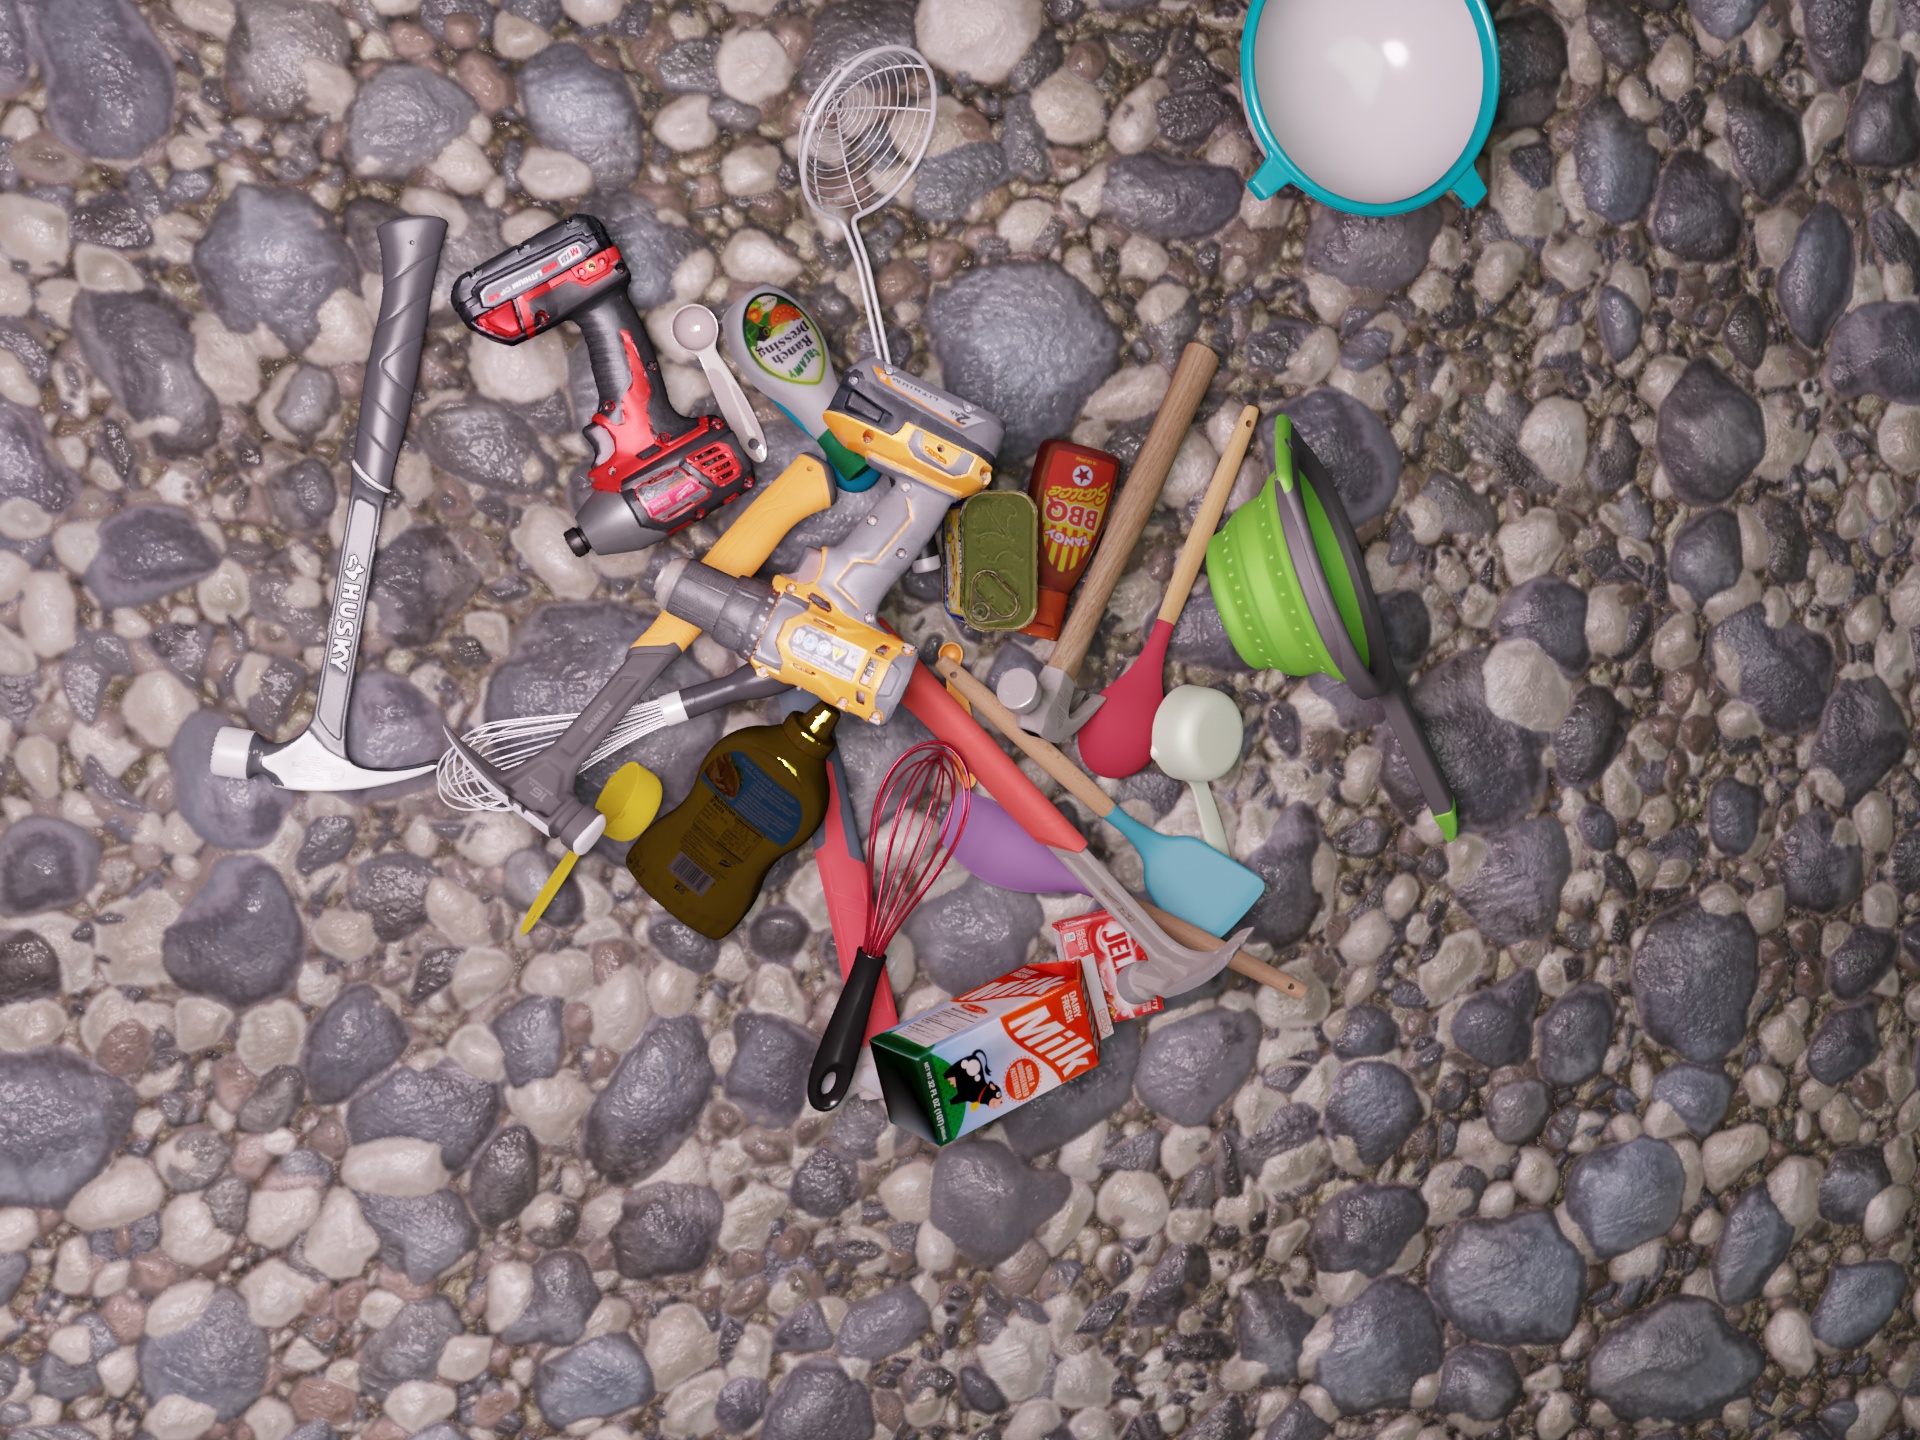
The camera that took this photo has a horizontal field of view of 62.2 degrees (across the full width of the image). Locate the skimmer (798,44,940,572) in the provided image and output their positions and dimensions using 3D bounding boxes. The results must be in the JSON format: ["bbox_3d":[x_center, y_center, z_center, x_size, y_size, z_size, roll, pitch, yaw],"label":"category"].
[{"bbox_3d":[-0.040,-0.288,1.149,0.127,0.090,0.363,-24,107,-45],"label":"skimmer"}]

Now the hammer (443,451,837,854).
[{"bbox_3d":[-0.207,-0.069,1.123,0.127,0.034,0.337,35,70,9],"label":"hammer"}]

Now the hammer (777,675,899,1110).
[{"bbox_3d":[-0.078,0.099,1.213,0.143,0.038,0.386,-13,99,-13],"label":"hammer"}]

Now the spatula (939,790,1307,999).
[{"bbox_3d":[0.129,0.146,1.249,0.316,0.018,0.060,26,89,-2],"label":"spatula"}]

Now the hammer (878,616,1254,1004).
[{"bbox_3d":[0.055,0.061,1.180,0.359,0.149,0.037,47,55,0],"label":"hammer"}]

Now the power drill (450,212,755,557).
[{"bbox_3d":[-0.256,-0.227,1.116,0.143,0.079,0.219,-32,105,-7],"label":"power drill"}]

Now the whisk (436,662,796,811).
[{"bbox_3d":[-0.236,0.003,1.138,0.284,0.070,0.070,-19,101,-5],"label":"whisk"}]

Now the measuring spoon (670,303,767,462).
[{"bbox_3d":[-0.175,-0.245,1.165,0.034,0.018,0.124,-30,109,-10],"label":"measuring spoon"}]

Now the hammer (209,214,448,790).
[{"bbox_3d":[-0.409,-0.149,1.108,0.149,0.036,0.409,11,94,-15],"label":"hammer"}]

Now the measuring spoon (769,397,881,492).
[{"bbox_3d":[-0.108,-0.220,1.176,0.128,0.021,0.042,44,86,-14],"label":"measuring spoon"}]

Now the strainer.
[{"bbox_3d":[0.289,-0.545,1.195,0.211,0.095,0.340,-3,95,-15],"label":"strainer"}]

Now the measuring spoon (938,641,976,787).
[{"bbox_3d":[-0.002,-0.004,1.234,0.021,0.011,0.117,-12,103,-17],"label":"measuring spoon"}]

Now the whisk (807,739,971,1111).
[{"bbox_3d":[-0.059,0.155,1.178,0.073,0.073,0.296,17,97,-15],"label":"whisk"}]

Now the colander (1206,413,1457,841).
[{"bbox_3d":[0.288,-0.043,1.252,0.094,0.205,0.396,-19,121,24],"label":"colander"}]

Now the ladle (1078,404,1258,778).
[{"bbox_3d":[0.173,-0.101,1.255,0.069,0.031,0.315,22,90,-13],"label":"ladle"}]

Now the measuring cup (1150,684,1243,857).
[{"bbox_3d":[0.203,0.052,1.263,0.083,0.038,0.167,-30,111,-33],"label":"measuring cup"}]

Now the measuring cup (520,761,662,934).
[{"bbox_3d":[-0.270,0.100,1.168,0.029,0.062,0.156,32,100,-29],"label":"measuring cup"}]

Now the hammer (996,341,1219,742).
[{"bbox_3d":[0.122,-0.136,1.207,0.031,0.130,0.331,20,79,26],"label":"hammer"}]

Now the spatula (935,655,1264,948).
[{"bbox_3d":[0.101,0.056,1.242,0.317,0.044,0.082,41,99,-16],"label":"spatula"}]

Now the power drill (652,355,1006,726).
[{"bbox_3d":[-0.088,-0.132,1.090,0.185,0.084,0.226,25,88,-5],"label":"power drill"}]
